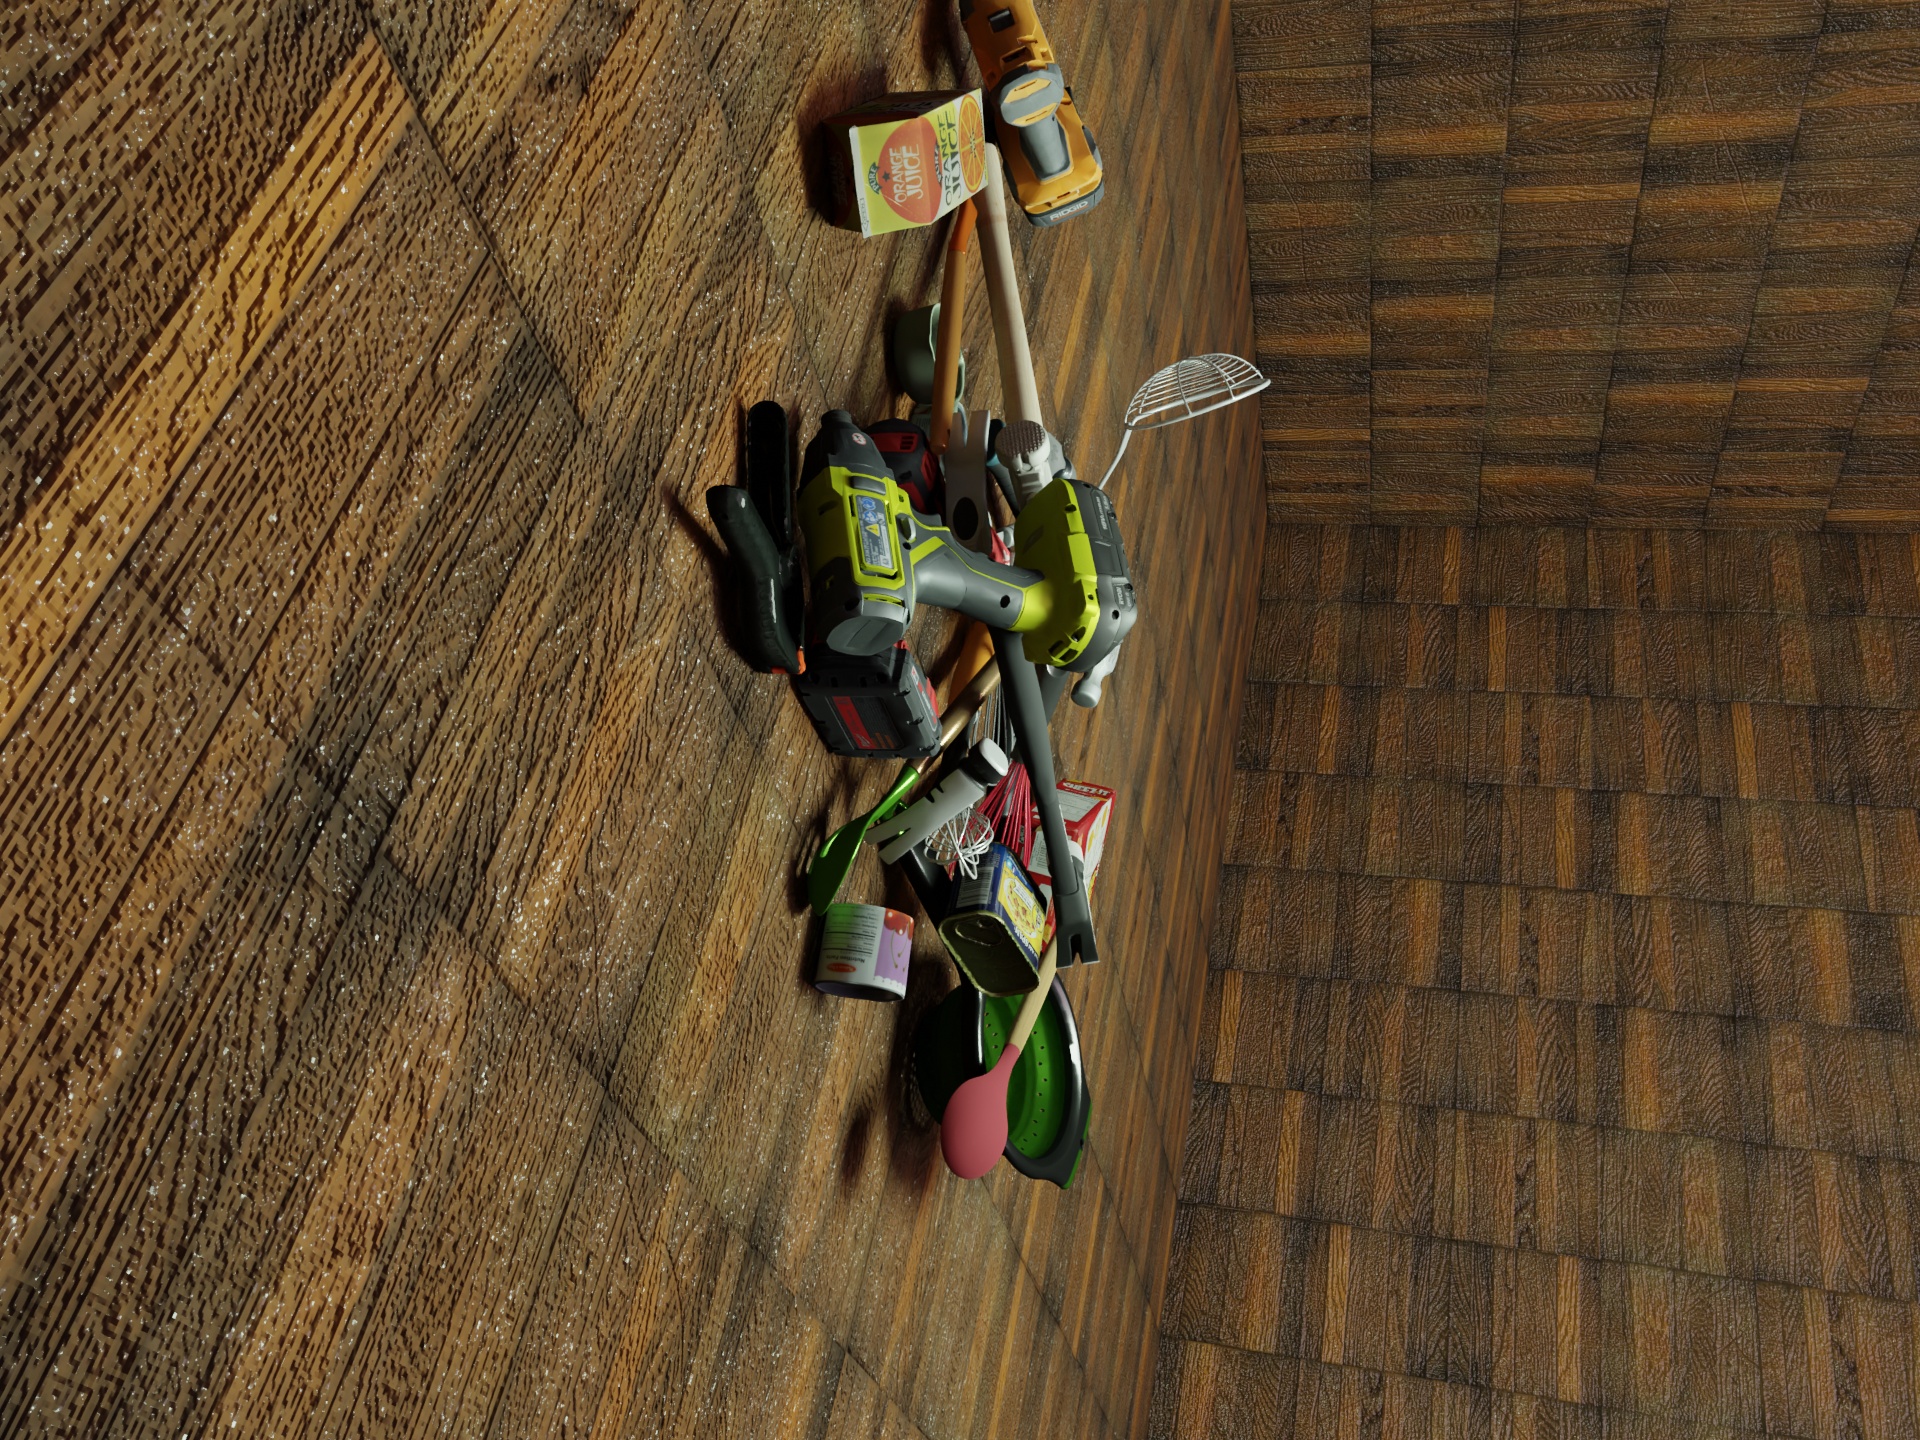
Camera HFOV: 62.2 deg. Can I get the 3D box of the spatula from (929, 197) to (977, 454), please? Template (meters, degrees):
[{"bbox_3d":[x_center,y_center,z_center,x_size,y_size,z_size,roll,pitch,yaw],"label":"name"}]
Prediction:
[{"bbox_3d":[-0.013,-0.333,1.213,0.080,0.041,0.323,54,34,-55],"label":"spatula"}]

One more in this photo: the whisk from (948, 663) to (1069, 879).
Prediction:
[{"bbox_3d":[0.050,0.053,1.419,0.073,0.073,0.295,-36,145,-69],"label":"whisk"}]

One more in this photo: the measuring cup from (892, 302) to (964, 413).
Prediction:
[{"bbox_3d":[-0.023,-0.239,1.242,0.083,0.038,0.167,0,86,-71],"label":"measuring cup"}]

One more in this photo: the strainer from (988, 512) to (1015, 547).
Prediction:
[{"bbox_3d":[0.034,-0.160,1.415,0.258,0.050,0.086,-29,127,-58],"label":"strainer"}]

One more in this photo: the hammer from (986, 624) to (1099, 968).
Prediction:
[{"bbox_3d":[0.063,0.047,1.232,0.146,0.035,0.334,-94,172,-51],"label":"hammer"}]

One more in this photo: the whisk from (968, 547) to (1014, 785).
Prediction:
[{"bbox_3d":[0.033,-0.057,1.495,0.055,0.055,0.239,36,54,-71],"label":"whisk"}]

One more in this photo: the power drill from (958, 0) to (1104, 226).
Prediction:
[{"bbox_3d":[0.050,-0.553,1.362,0.226,0.084,0.185,42,28,-70],"label":"power drill"}]

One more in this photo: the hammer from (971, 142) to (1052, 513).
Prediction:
[{"bbox_3d":[0.039,-0.313,1.280,0.146,0.038,0.411,69,12,-55],"label":"hammer"}]

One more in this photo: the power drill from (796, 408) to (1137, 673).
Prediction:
[{"bbox_3d":[-0.001,-0.118,1.063,0.223,0.080,0.171,9,58,-31],"label":"power drill"}]

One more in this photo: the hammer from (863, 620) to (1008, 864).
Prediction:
[{"bbox_3d":[-0.002,-0.004,1.318,0.034,0.127,0.337,46,22,-14],"label":"hammer"}]

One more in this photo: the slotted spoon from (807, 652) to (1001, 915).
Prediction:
[{"bbox_3d":[-0.024,0.023,1.178,0.314,0.031,0.070,-51,-179,-35],"label":"slotted spoon"}]

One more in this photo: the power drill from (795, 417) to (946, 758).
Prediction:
[{"bbox_3d":[-0.044,-0.083,1.173,0.187,0.080,0.227,67,27,-56],"label":"power drill"}]

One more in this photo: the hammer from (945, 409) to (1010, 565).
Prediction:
[{"bbox_3d":[0.042,-0.127,1.329,0.386,0.038,0.143,41,47,-75],"label":"hammer"}]

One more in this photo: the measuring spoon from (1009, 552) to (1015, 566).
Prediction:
[{"bbox_3d":[0.055,-0.106,1.237,0.124,0.018,0.034,24,63,-78],"label":"measuring spoon"}]

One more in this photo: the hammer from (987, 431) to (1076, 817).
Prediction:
[{"bbox_3d":[0.065,-0.100,1.608,0.149,0.036,0.409,43,52,-68],"label":"hammer"}]

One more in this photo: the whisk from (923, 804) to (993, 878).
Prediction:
[{"bbox_3d":[-0.001,0.073,1.311,0.246,0.058,0.059,-90,154,-76],"label":"whisk"}]

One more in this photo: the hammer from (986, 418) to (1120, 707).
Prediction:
[{"bbox_3d":[0.090,-0.162,1.565,0.330,0.033,0.128,57,46,-44],"label":"hammer"}]

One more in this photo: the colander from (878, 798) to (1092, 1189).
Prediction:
[{"bbox_3d":[-0.009,0.232,1.354,0.396,0.094,0.205,63,29,-25],"label":"colander"}]

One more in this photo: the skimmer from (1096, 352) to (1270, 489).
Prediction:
[{"bbox_3d":[0.144,-0.185,1.449,0.363,0.090,0.127,-57,171,33],"label":"skimmer"}]

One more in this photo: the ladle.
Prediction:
[{"bbox_3d":[0.049,0.259,1.320,0.069,0.031,0.315,62,28,-17],"label":"ladle"}]
